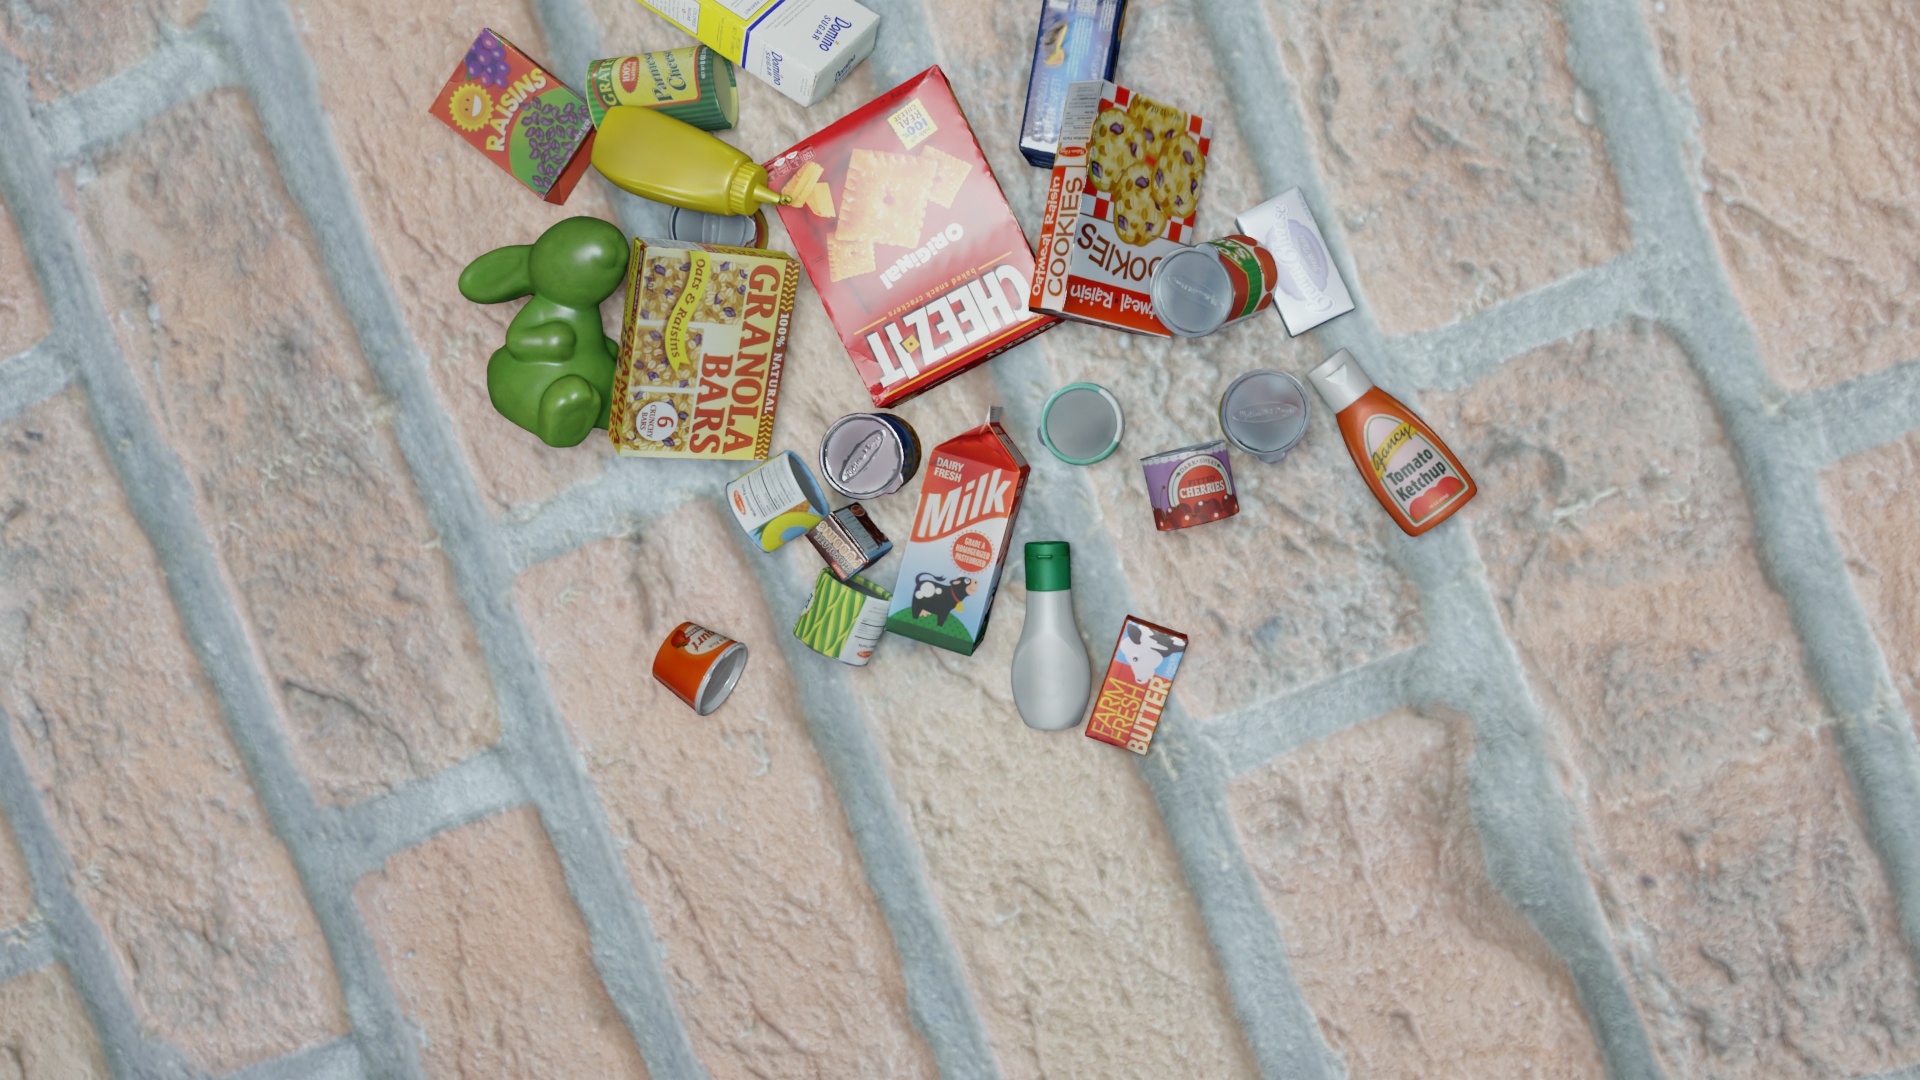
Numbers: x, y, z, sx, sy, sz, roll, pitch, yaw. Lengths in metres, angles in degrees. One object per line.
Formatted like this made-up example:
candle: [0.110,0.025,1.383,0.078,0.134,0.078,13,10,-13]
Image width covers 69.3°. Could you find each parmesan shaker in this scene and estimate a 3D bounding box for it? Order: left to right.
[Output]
parmesan shaker: [-0.236,-0.357,1.105,0.103,0.071,0.071,-6,94,9]

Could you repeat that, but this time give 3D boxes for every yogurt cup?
yogurt cup: [-0.216,0.103,1.141,0.054,0.072,0.072,28,99,13]

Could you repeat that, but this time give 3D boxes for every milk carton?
milk carton: [0.004,-0.014,1.093,0.073,0.072,0.190,16,97,7]

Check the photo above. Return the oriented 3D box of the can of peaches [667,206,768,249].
can of peaches: [-0.190,-0.247,1.110,0.071,0.058,0.071,1,94,8]

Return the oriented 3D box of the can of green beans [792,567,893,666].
can of green beans: [-0.093,0.061,1.117,0.071,0.071,0.057,26,98,6]

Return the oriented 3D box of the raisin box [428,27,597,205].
raisin box: [-0.358,-0.346,1.136,0.123,0.040,0.086,38,100,4]

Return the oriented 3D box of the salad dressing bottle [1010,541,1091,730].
salad dressing bottle: [0.071,0.075,1.106,0.064,0.044,0.147,-1,94,11]

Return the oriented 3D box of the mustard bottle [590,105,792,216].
mustard bottle: [-0.199,-0.279,1.054,0.160,0.049,0.065,22,93,10]

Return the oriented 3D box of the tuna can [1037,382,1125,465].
tuna can: [0.094,-0.091,1.093,0.071,0.033,0.071,1,95,8]

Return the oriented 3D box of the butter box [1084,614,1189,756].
butter box: [0.140,0.116,1.108,0.053,0.024,0.103,20,97,6]

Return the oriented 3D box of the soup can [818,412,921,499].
soup can: [-0.067,-0.066,1.094,0.071,0.084,0.071,1,96,9]

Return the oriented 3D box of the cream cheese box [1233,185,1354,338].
cream cheese box: [0.256,-0.212,1.064,0.053,0.024,0.104,-26,90,11]

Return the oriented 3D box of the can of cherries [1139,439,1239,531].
can of cherries: [0.177,-0.042,1.066,0.071,0.071,0.058,-12,93,9]

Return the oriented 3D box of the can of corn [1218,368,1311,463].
can of corn: [0.231,-0.095,1.060,0.071,0.058,0.071,1,95,8]

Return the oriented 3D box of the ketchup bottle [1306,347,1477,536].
ketchup bottle: [0.322,-0.078,1.055,0.064,0.043,0.149,-38,88,10]

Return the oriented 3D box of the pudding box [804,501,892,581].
pudding box: [-0.087,0.000,1.103,0.030,0.084,0.049,-40,89,13]

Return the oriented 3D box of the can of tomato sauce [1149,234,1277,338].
can of tomato sauce: [0.190,-0.192,1.034,0.071,0.083,0.071,13,114,33]

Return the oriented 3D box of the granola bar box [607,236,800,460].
granola bar box: [-0.200,-0.146,1.078,0.124,0.039,0.164,0,115,-30]

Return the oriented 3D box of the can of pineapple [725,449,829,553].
can of pineapple: [-0.146,-0.031,1.119,0.058,0.071,0.071,-29,90,9]

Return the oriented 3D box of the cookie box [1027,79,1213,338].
cookie box: [0.120,-0.243,1.036,0.040,0.123,0.167,18,100,48]
